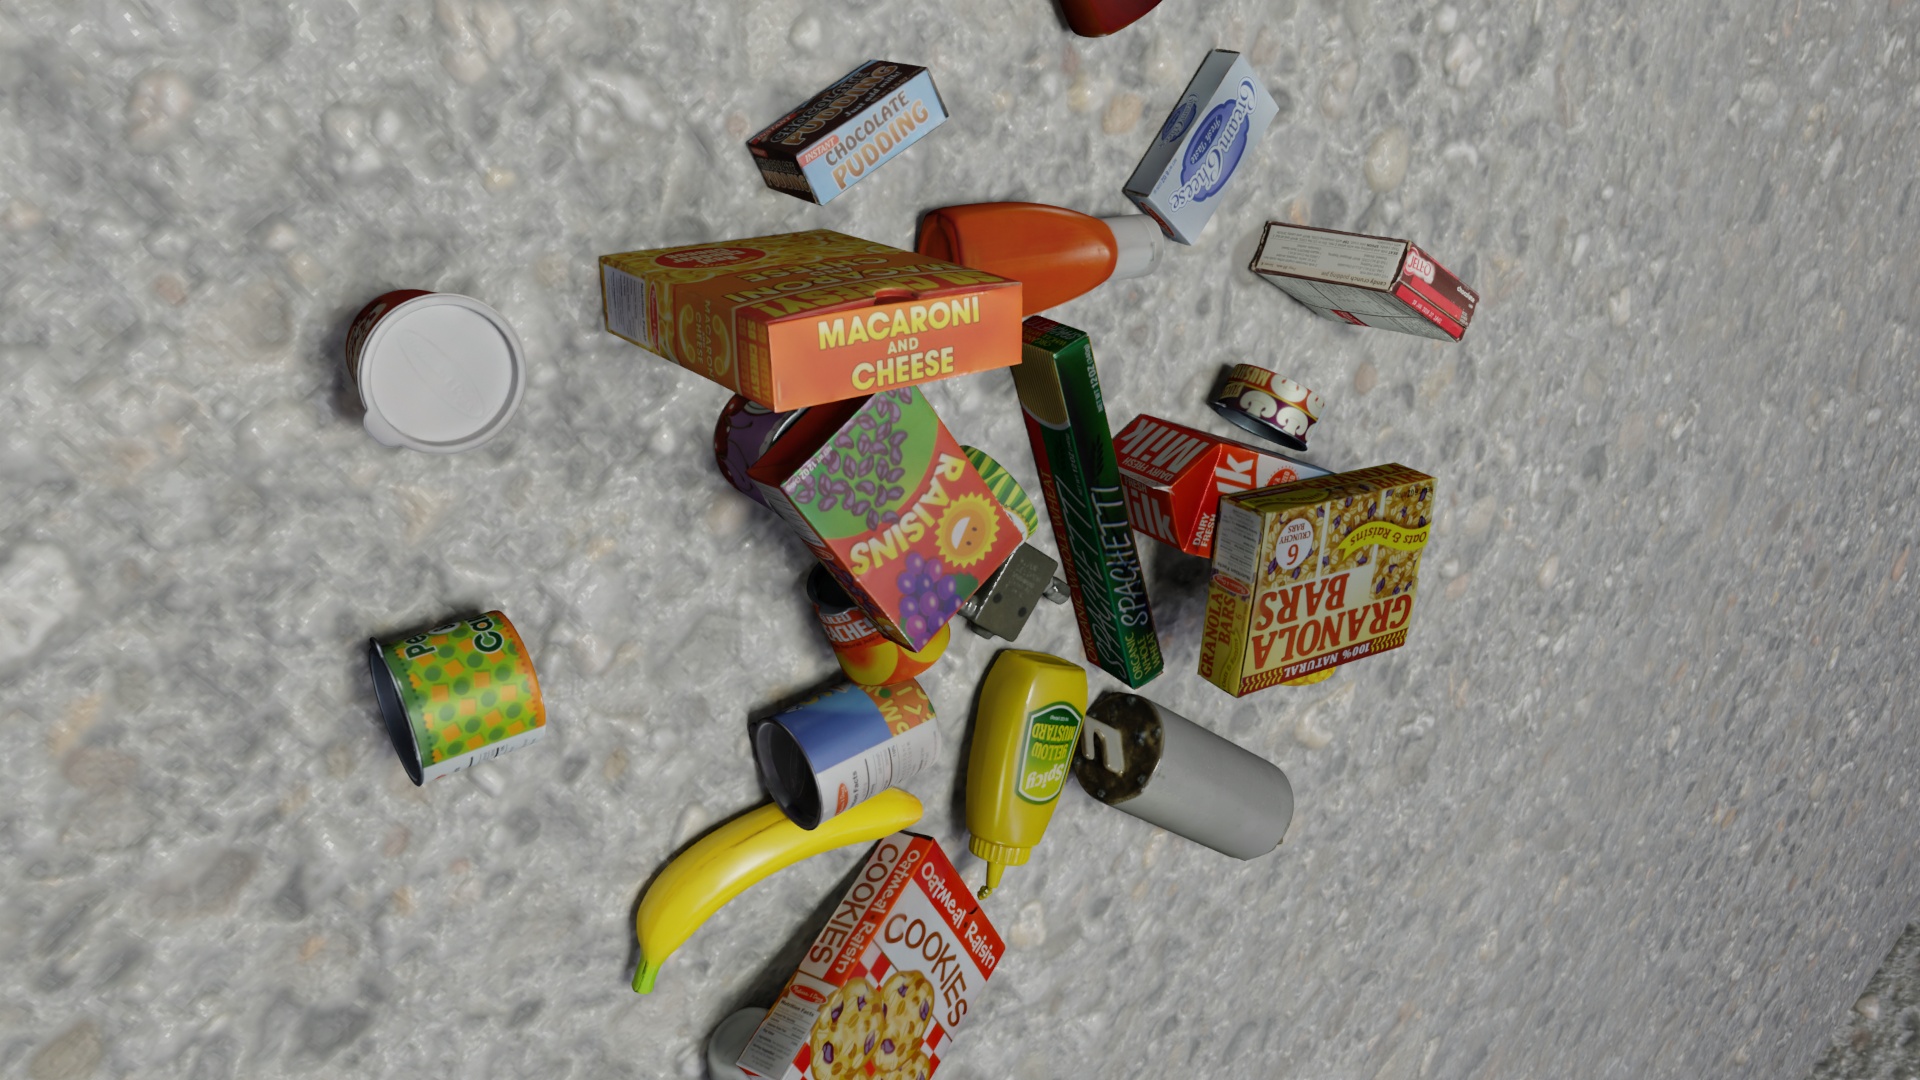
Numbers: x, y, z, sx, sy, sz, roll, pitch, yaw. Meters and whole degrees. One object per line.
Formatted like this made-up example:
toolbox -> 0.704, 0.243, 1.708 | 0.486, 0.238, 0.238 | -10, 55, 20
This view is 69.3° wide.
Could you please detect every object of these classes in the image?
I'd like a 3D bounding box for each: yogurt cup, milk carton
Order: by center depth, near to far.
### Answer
yogurt cup -> -0.225, -0.075, 0.588 | 0.072, 0.054, 0.072 | -15, 116, -33
milk carton -> 0.165, -0.029, 0.893 | 0.191, 0.072, 0.073 | 11, 102, -39

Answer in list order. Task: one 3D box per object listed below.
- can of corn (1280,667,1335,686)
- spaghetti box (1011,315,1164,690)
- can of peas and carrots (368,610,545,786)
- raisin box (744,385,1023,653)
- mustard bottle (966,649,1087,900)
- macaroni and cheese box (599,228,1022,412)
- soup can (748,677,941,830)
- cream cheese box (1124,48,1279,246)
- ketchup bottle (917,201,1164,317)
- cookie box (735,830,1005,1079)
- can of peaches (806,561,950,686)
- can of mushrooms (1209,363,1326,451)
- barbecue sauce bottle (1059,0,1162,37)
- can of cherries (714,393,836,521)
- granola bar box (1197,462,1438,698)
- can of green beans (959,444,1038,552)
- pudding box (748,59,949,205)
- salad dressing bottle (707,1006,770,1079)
can of corn -> 0.234, 0.064, 0.986 | 0.071, 0.071, 0.058 | -19, 119, -31
spaghetti box -> 0.079, -0.016, 0.847 | 0.029, 0.050, 0.248 | -31, 124, -22
can of peas and carrots -> -0.230, 0.069, 0.634 | 0.059, 0.071, 0.070 | -19, 118, -31
raisin box -> -0.035, -0.016, 0.684 | 0.086, 0.040, 0.123 | -48, 124, -16
mustard bottle -> 0.036, 0.151, 0.872 | 0.065, 0.049, 0.160 | 9, 95, -39
macaroni and cheese box -> -0.071, -0.104, 0.620 | 0.124, 0.167, 0.040 | -16, 116, -32
soup can -> -0.064, 0.112, 0.778 | 0.084, 0.071, 0.071 | -23, 120, -33
cream cheese box -> 0.145, -0.234, 0.828 | 0.053, 0.024, 0.104 | 35, 85, -42
ketchup bottle -> 0.048, -0.157, 0.771 | 0.149, 0.043, 0.064 | -14, 117, -33
cookie box -> -0.047, 0.279, 0.844 | 0.168, 0.040, 0.122 | -54, 133, -31
can of peaches -> -0.045, 0.040, 0.762 | 0.071, 0.071, 0.057 | -35, 126, -22
can of mushrooms -> 0.199, -0.087, 0.902 | 0.071, 0.071, 0.033 | 25, 92, -41
barbecue sauce bottle -> 0.061, -0.339, 0.709 | 0.065, 0.044, 0.148 | -42, 127, -17
can of cherries -> -0.083, -0.048, 0.705 | 0.072, 0.058, 0.071 | -14, 116, -32
granola bar box -> 0.231, 0.023, 0.891 | 0.166, 0.039, 0.123 | -11, 116, -34
can of green beans -> 0.001, -0.011, 0.779 | 0.058, 0.071, 0.071 | -43, 128, -17
pudding box -> -0.054, -0.199, 0.673 | 0.084, 0.050, 0.030 | -39, 129, -18
salad dressing bottle -> -0.104, 0.346, 0.857 | 0.064, 0.044, 0.147 | -42, 129, -22
